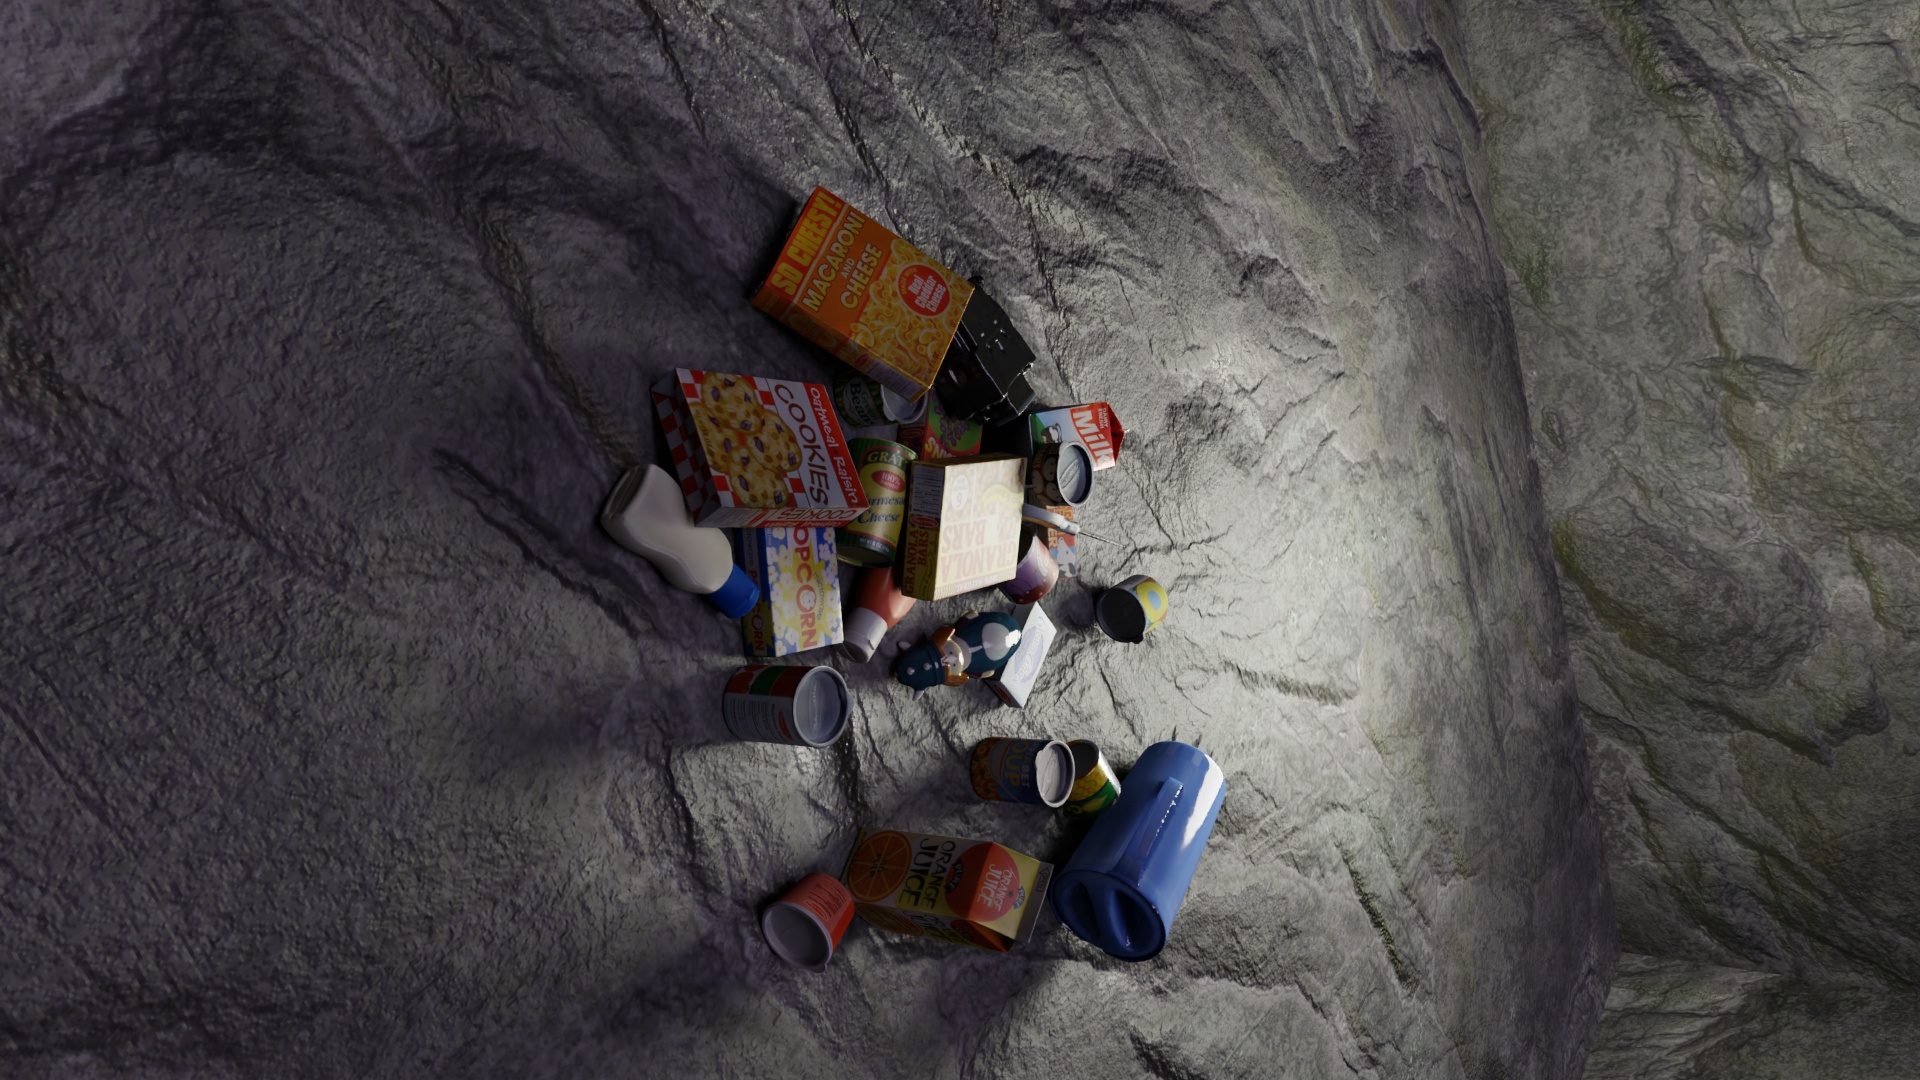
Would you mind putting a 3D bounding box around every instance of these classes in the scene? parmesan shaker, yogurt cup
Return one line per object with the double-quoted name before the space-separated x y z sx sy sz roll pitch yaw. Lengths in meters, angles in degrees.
"parmesan shaker" -0.079 -0.032 1.248 0.071 0.071 0.103 31 65 -47
"yogurt cup" -0.126 0.318 1.174 0.054 0.072 0.072 -44 121 -53

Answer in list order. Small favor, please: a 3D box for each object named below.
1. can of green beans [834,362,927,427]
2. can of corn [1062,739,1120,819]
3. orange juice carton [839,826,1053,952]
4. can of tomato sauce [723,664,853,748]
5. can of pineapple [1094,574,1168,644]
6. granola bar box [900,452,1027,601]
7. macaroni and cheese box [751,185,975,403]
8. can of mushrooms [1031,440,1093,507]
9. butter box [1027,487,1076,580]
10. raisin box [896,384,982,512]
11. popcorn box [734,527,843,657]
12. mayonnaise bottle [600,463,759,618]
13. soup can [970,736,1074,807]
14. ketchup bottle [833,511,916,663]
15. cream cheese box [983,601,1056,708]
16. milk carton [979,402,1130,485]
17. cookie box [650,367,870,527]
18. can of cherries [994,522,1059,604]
"can of green beans" -0.073 -0.138 1.270 0.071 0.058 0.071 4 85 -52
"can of corn" 0.129 0.259 1.499 0.071 0.071 0.058 -55 128 -37
"orange juice carton" -0.008 0.307 1.218 0.073 0.192 0.072 49 51 -39
"can of tomato sauce" -0.143 0.135 1.146 0.071 0.083 0.071 4 85 -52
"can of pineapple" 0.198 0.079 1.593 0.058 0.071 0.071 -24 107 -50
"granola bar box" 0.005 -0.016 1.302 0.166 0.039 0.124 -11 108 -61
"macaroni and cheese box" -0.084 -0.215 1.220 0.166 0.040 0.124 31 60 -16
"can of mushrooms" 0.102 -0.068 1.392 0.071 0.033 0.071 0 90 -51
"butter box" 0.100 -0.008 1.509 0.053 0.024 0.103 -6 93 -51
"raisin box" -0.022 -0.080 1.347 0.086 0.040 0.123 21 72 -50
"popcorn box" -0.146 0.032 1.184 0.085 0.038 0.126 -8 94 -53
"mayonnaise bottle" -0.216 0.007 1.095 0.147 0.041 0.065 50 48 -39
"soup can" 0.061 0.230 1.398 0.071 0.083 0.071 4 84 -52
"ketchup bottle" -0.067 0.045 1.279 0.149 0.043 0.064 -60 138 -34
"cream cheese box" 0.063 0.119 1.455 0.053 0.024 0.104 53 50 -37
"milk carton" 0.103 -0.106 1.480 0.191 0.072 0.073 -15 100 -51
"cookie box" -0.161 -0.072 1.136 0.168 0.040 0.123 -1 64 -51
"can of cherries" 0.061 0.022 1.421 0.058 0.071 0.072 49 52 -39
